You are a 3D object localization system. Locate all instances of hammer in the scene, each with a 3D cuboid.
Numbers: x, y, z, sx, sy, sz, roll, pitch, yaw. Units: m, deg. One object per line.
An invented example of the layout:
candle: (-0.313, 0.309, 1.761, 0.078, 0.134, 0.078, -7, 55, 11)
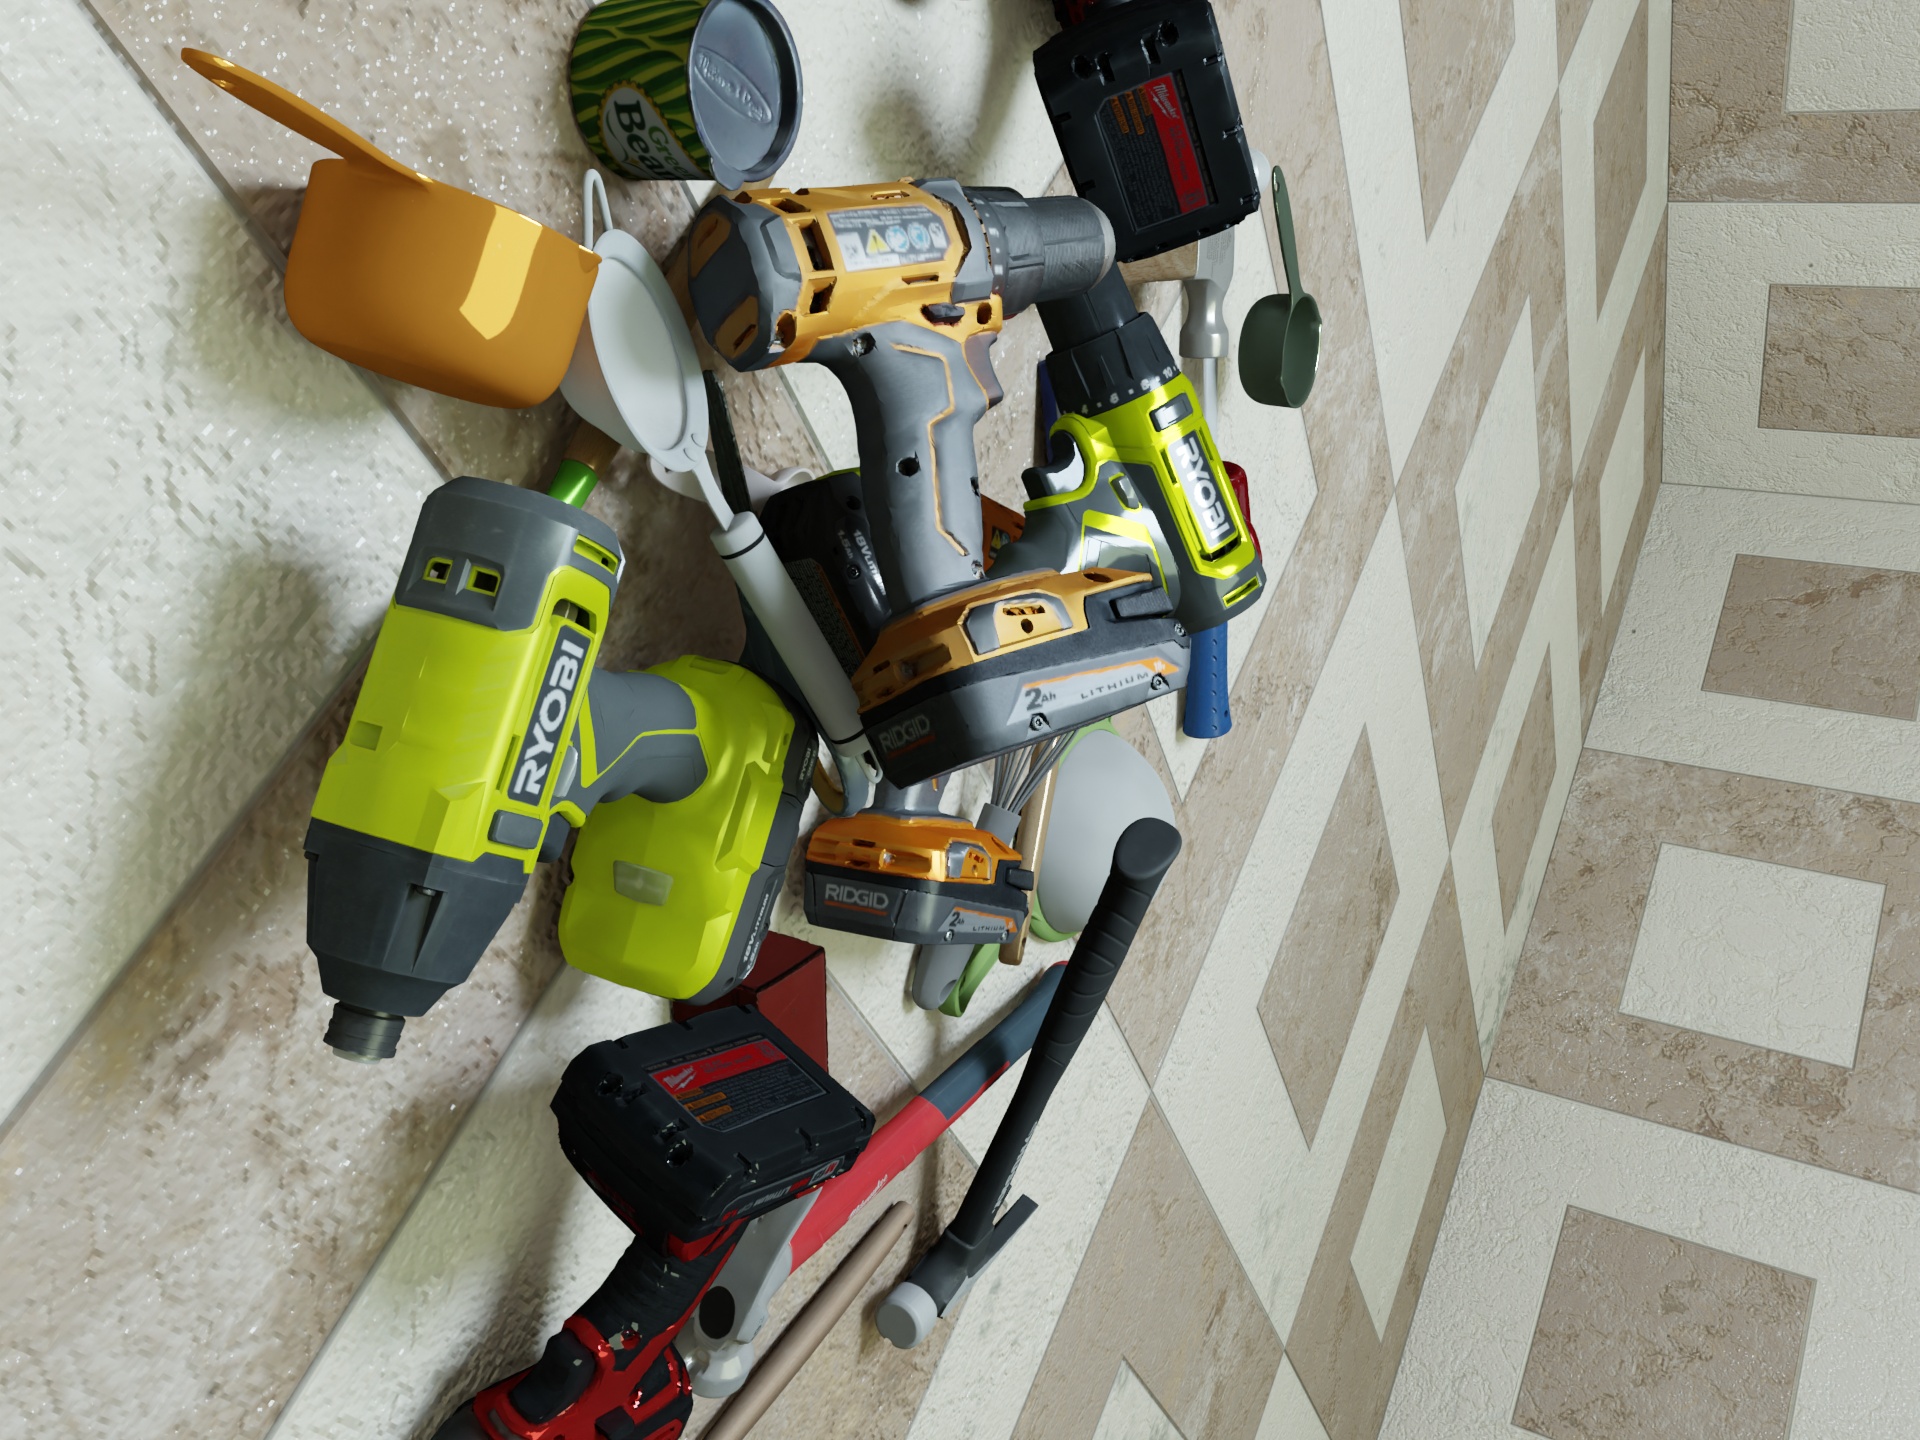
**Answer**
hammer: (0.170, -0.176, 1.101, 0.144, 0.035, 0.405, -36, 129, -51)
hammer: (-0.013, 0.207, 0.875, 0.386, 0.038, 0.143, -28, 146, -57)
hammer: (0.074, -0.246, 0.845, 0.331, 0.031, 0.130, -28, 123, -54)
hammer: (0.049, 0.201, 0.912, 0.146, 0.035, 0.334, -22, 138, -60)

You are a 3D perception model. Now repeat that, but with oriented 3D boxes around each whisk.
whisk: (0.023, 0.052, 0.903, 0.055, 0.055, 0.239, 28, 83, -59)

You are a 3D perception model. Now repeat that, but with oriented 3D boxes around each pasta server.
pasta server: (-0.103, 0.354, 0.802, 0.316, 0.040, 0.060, -41, 145, -49)

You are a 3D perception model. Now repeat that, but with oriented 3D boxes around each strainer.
strainer: (0.074, 0.103, 0.992, 0.256, 0.069, 0.151, -47, 138, -45)
strainer: (-0.090, -0.075, 0.594, 0.258, 0.050, 0.087, 61, 21, -27)

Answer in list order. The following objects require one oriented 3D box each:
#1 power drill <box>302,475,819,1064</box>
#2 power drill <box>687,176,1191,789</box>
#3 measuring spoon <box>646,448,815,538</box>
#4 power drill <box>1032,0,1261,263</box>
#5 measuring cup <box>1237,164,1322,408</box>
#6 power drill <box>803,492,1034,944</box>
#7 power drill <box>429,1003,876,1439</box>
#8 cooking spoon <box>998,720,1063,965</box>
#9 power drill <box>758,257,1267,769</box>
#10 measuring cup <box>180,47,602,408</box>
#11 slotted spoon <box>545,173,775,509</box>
power drill: (-0.133, 0.032, 0.552, 0.223, 0.080, 0.171, 39, 66, -72)
power drill: (0.012, -0.105, 0.621, 0.185, 0.084, 0.226, -18, 86, -34)
measuring spoon: (-0.098, -0.101, 0.668, 0.124, 0.018, 0.034, 7, 107, -66)
power drill: (0.069, -0.351, 0.755, 0.187, 0.080, 0.227, 58, 20, -50)
measuring cup: (0.204, -0.285, 1.052, 0.083, 0.038, 0.167, -54, 140, -38)
power drill: (-0.001, -0.003, 0.820, 0.164, 0.084, 0.226, 13, 84, -60)
power drill: (-0.135, 0.226, 0.615, 0.143, 0.079, 0.219, -2, 124, -60)
cooking spoon: (0.057, -0.011, 0.955, 0.068, 0.017, 0.319, 33, 65, -58)
power drill: (0.025, -0.097, 0.715, 0.228, 0.080, 0.190, -33, 107, -28)
measuring cup: (-0.167, -0.130, 0.447, 0.173, 0.095, 0.052, 3, 103, -81)
slotted spoon: (-0.133, -0.114, 0.606, 0.314, 0.031, 0.070, -67, 153, -24)
